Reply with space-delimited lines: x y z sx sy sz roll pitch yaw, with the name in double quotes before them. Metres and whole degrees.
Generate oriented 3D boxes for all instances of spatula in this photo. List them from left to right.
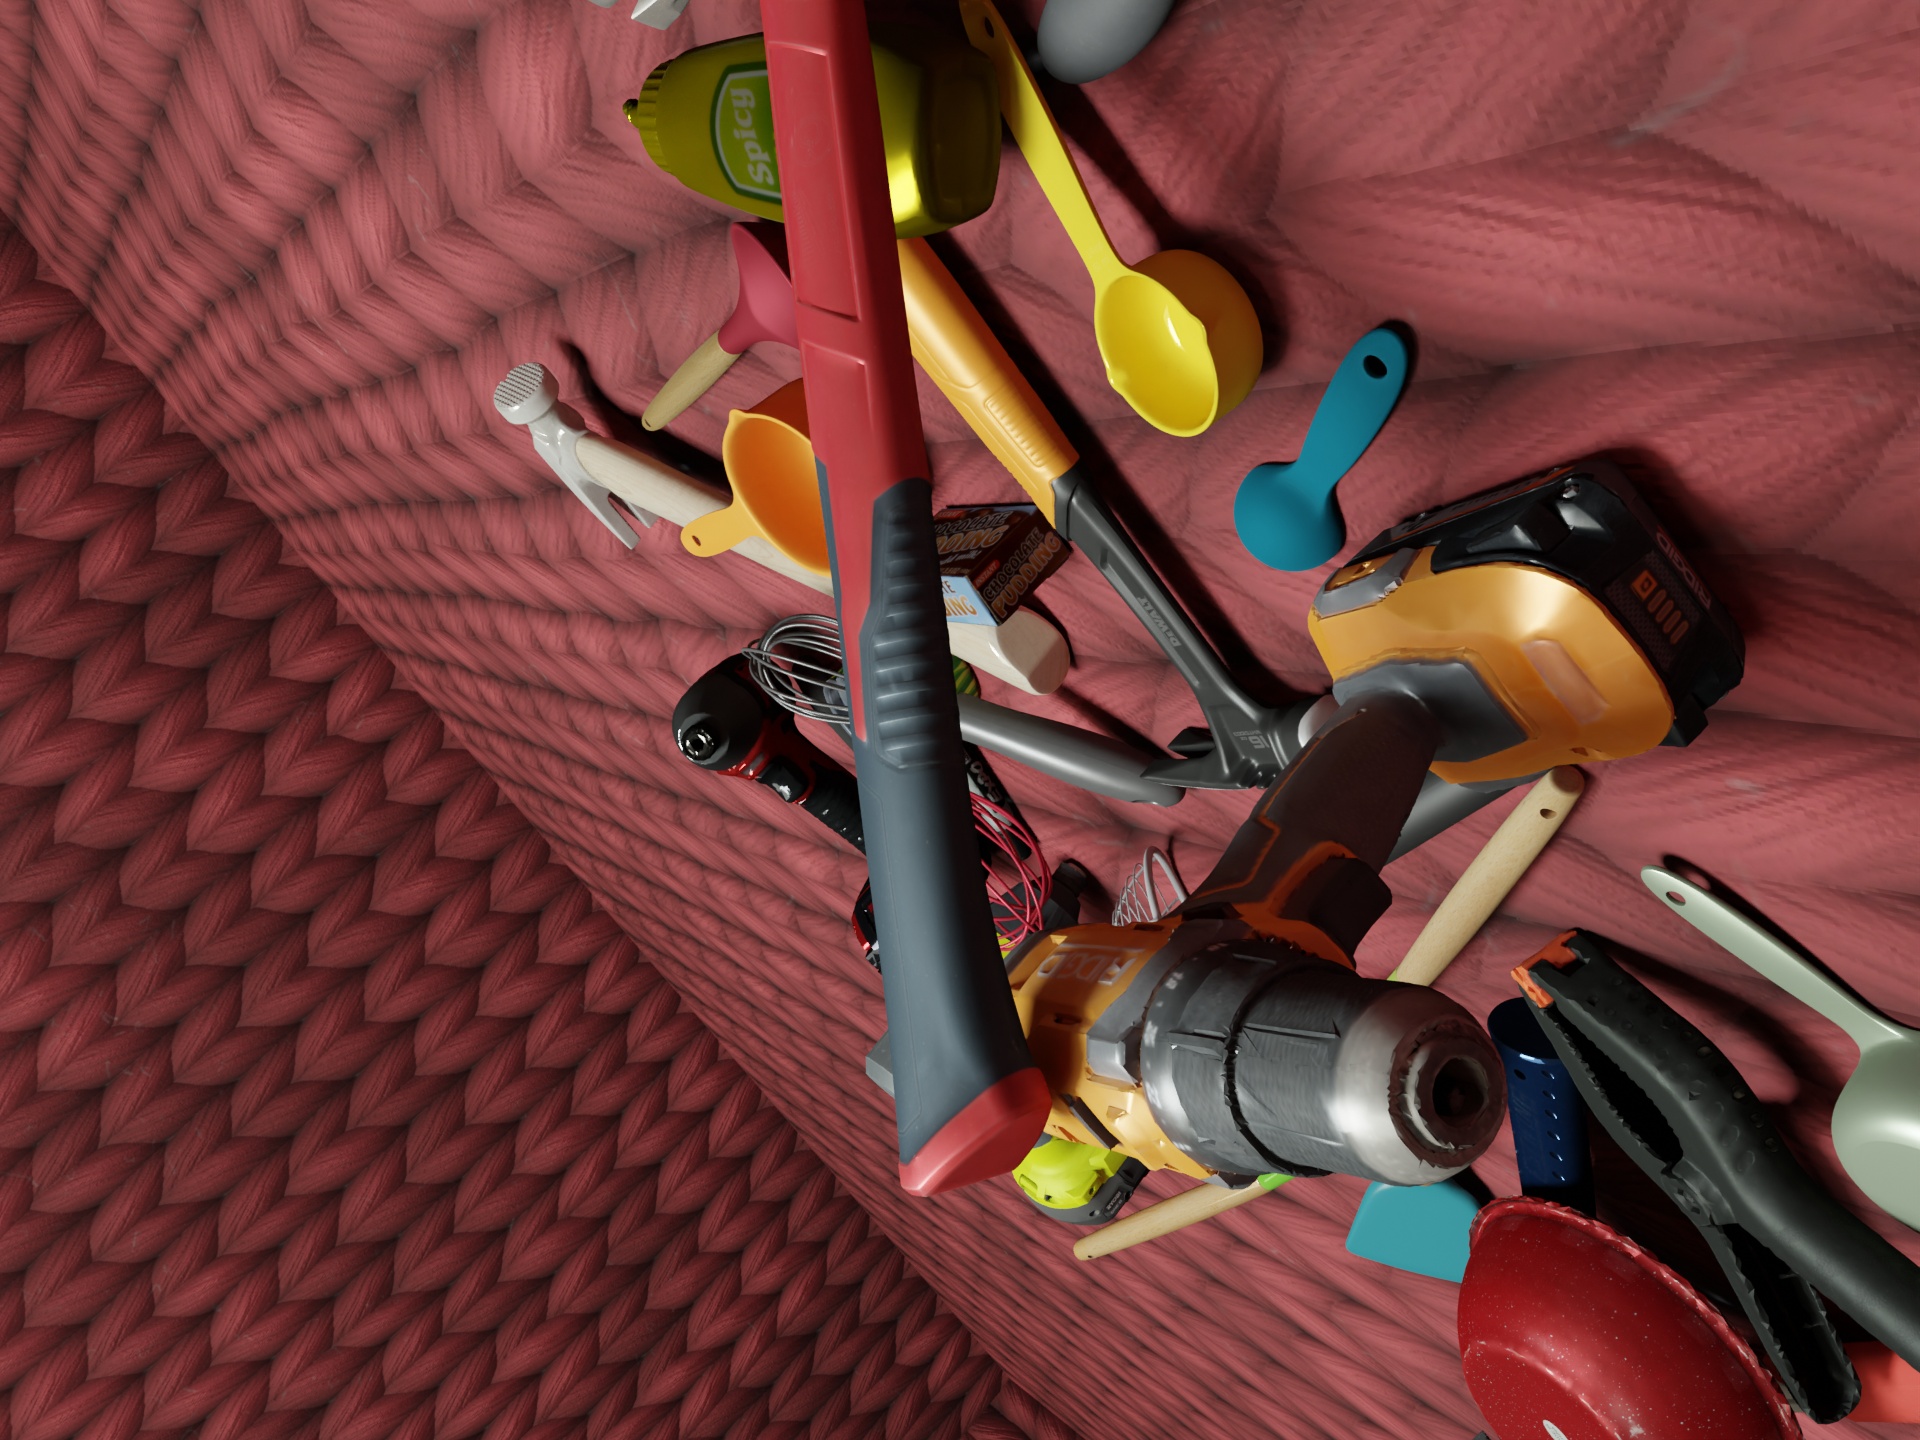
"spatula" 0.222 0.223 0.763 0.082 0.044 0.317 9 157 20

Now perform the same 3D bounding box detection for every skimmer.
"skimmer" 0.159 0.072 0.694 0.363 0.090 0.127 129 128 -59

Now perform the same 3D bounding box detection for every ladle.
"ladle" -0.120 -0.180 0.786 0.069 0.031 0.315 55 160 -12
"ladle" 0.196 0.110 0.673 0.078 0.062 0.320 19 151 8

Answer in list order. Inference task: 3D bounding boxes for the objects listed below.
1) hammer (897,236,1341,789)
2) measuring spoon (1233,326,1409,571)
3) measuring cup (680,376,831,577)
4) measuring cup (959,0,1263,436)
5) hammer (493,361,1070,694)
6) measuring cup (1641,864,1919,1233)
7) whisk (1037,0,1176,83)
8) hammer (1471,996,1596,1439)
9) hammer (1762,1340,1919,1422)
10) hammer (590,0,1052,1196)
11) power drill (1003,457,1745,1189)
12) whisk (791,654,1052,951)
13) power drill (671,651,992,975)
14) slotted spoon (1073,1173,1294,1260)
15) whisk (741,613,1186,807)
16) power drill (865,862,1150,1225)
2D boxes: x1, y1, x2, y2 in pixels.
"hammer" 0.027 -0.105 0.629 0.336 0.034 0.127 52 158 -14
"measuring spoon" 0.114 -0.083 0.514 0.042 0.021 0.128 42 160 11
"measuring cup" -0.084 -0.113 0.776 0.095 0.052 0.174 55 151 -15
"measuring cup" 0.048 -0.165 0.503 0.156 0.029 0.062 61 159 -6
"hammer" -0.100 -0.094 0.882 0.411 0.038 0.146 27 163 37
"measuring cup" 0.286 0.112 0.519 0.168 0.038 0.083 39 159 12
"whisk" 0.075 -0.201 0.333 0.070 0.070 0.284 50 165 -10
"hammer" 0.288 0.287 0.760 0.144 0.035 0.405 33 148 53
"hammer" 0.368 0.268 0.661 0.149 0.037 0.358 41 160 13
"hammer" -0.036 -0.067 0.446 0.143 0.038 0.386 -14 80 42
"power drill" 0.116 0.029 0.426 0.084 0.226 0.185 49 160 -10
"whisk" -0.032 0.038 0.926 0.296 0.073 0.073 46 166 46
"power drill" -0.087 0.052 0.994 0.219 0.078 0.143 44 -166 -4
"slotted spoon" 0.159 0.270 0.922 0.070 0.031 0.313 25 140 -21
"whisk" -0.001 -0.001 0.793 0.239 0.055 0.055 19 152 15
"power drill" 0.056 0.203 0.984 0.080 0.171 0.223 24 159 45
